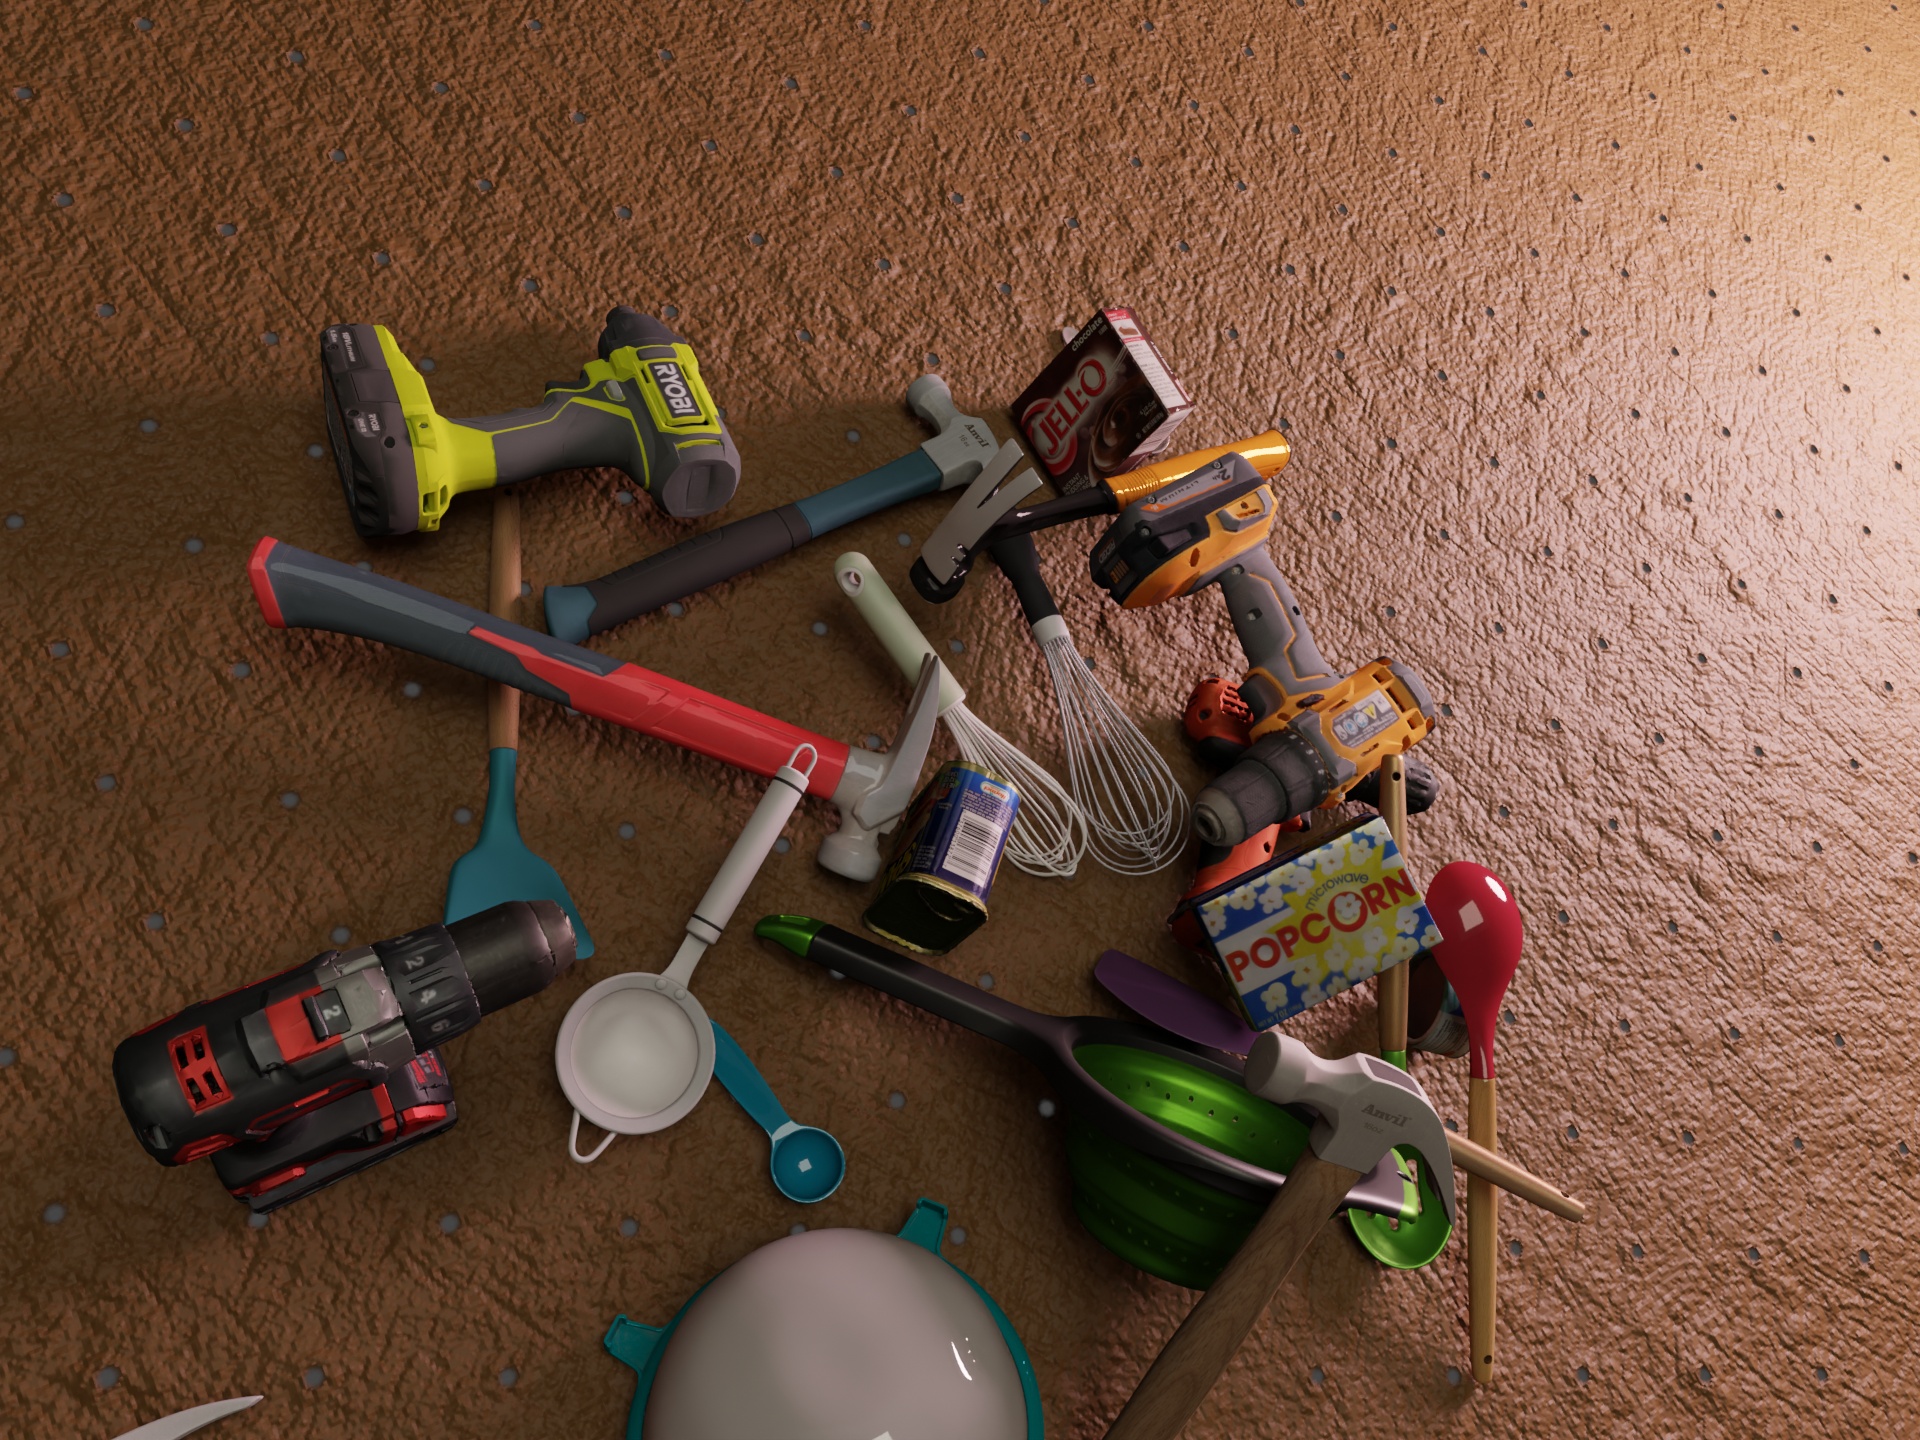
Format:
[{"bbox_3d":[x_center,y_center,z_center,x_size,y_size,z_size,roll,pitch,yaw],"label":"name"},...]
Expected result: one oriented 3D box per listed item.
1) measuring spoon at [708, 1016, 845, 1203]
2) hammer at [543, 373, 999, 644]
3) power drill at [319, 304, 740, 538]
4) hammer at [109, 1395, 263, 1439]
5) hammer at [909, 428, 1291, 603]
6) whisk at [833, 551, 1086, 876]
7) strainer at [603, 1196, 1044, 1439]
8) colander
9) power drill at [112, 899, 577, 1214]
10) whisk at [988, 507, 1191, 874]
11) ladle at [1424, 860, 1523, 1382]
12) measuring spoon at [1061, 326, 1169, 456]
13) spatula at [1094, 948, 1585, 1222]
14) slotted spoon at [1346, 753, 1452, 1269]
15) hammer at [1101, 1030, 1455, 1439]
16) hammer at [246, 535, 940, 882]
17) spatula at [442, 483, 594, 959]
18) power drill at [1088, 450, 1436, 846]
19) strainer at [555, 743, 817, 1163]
[{"bbox_3d":[-0.114,0.219,0.900,0.042,0.021,0.129,-33,73,-28],"label":"measuring spoon"},{"bbox_3d":[-0.116,-0.123,1.021,0.331,0.033,0.128,-26,64,-23],"label":"hammer"},{"bbox_3d":[-0.266,-0.190,0.974,0.223,0.080,0.171,-11,54,-26],"label":"power drill"},{"bbox_3d":[-0.279,0.494,0.713,0.144,0.035,0.405,-36,83,-27],"label":"hammer"},{"bbox_3d":[0.117,-0.158,1.058,0.337,0.127,0.034,-21,72,-41],"label":"hammer"},{"bbox_3d":[-0.002,-0.003,0.994,0.246,0.058,0.059,54,25,-3],"label":"whisk"},{"bbox_3d":[-0.037,0.373,0.736,0.211,0.095,0.341,-16,47,-17],"label":"strainer"},{"bbox_3d":[0.053,0.223,0.907,0.397,0.204,0.094,22,97,8],"label":"colander"},{"bbox_3d":[-0.279,0.154,0.747,0.188,0.226,0.080,-22,77,-25],"label":"power drill"},{"bbox_3d":[0.070,-0.029,1.043,0.070,0.070,0.285,-14,68,-23],"label":"whisk"},{"bbox_3d":[0.319,0.245,0.977,0.069,0.031,0.315,1,87,-16],"label":"ladle"},{"bbox_3d":[0.109,-0.240,1.167,0.034,0.018,0.124,-26,72,-24],"label":"measuring spoon"},{"bbox_3d":[0.224,0.221,0.958,0.316,0.018,0.060,26,24,9],"label":"spatula"},{"bbox_3d":[0.270,0.178,0.985,0.070,0.031,0.314,0,89,-6],"label":"slotted spoon"},{"bbox_3d":[0.135,0.303,0.804,0.130,0.331,0.031,21,23,-14],"label":"hammer"},{"bbox_3d":[-0.201,-0.035,0.906,0.386,0.038,0.143,21,90,-16],"label":"hammer"},{"bbox_3d":[-0.261,-0.010,0.926,0.082,0.044,0.318,6,65,-28],"label":"spatula"},{"bbox_3d":[0.175,-0.041,1.016,0.185,0.084,0.226,-30,80,-26],"label":"power drill"},{"bbox_3d":[-0.146,0.124,0.886,0.086,0.050,0.258,33,75,-13],"label":"strainer"}]
